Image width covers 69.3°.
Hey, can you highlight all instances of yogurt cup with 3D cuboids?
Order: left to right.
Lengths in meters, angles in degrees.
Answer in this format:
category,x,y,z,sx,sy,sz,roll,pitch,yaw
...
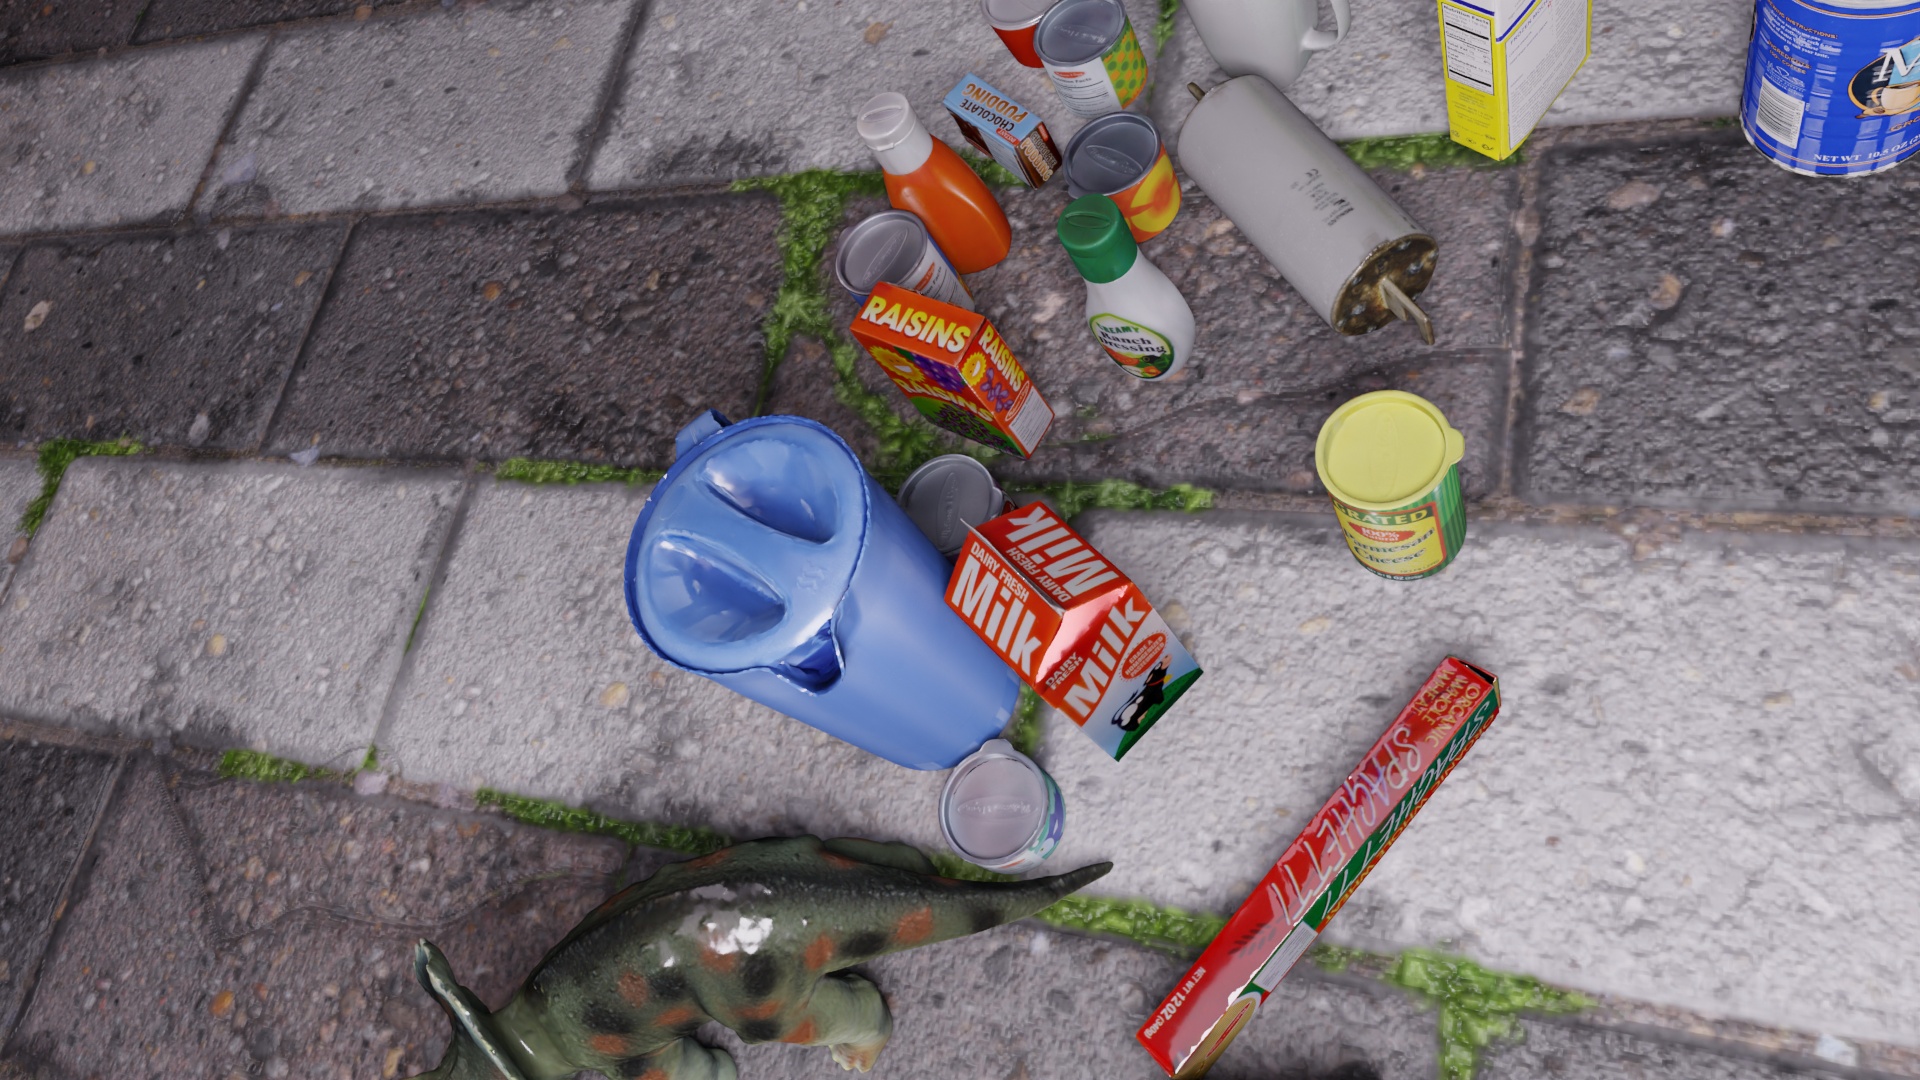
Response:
category,x,y,z,sx,sy,sz,roll,pitch,yaw
yogurt cup,0.055,-0.381,1.006,0.072,0.054,0.072,-10,63,20

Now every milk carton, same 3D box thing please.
category,x,y,z,sx,sy,sz,roll,pitch,yaw
milk carton,0.057,0.045,0.723,0.073,0.190,0.072,-46,57,-1

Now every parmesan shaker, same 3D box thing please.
category,x,y,z,sx,sy,sz,roll,pitch,yaw
parmesan shaker,0.231,-0.026,0.729,0.071,0.103,0.071,-10,63,20

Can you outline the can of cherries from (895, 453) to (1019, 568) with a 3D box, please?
category,x,y,z,sx,sy,sz,roll,pitch,yaw
can of cherries,0.003,-0.011,0.852,0.071,0.058,0.072,-10,63,20

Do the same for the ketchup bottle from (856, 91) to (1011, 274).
category,x,y,z,sx,sy,sz,roll,pitch,yaw
ketchup bottle,-0.020,-0.232,0.913,0.064,0.148,0.044,-6,65,22

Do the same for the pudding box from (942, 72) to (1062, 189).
category,x,y,z,sx,sy,sz,roll,pitch,yaw
pudding box,0.029,-0.288,0.976,0.030,0.049,0.084,-46,57,-1

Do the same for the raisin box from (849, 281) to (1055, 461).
category,x,y,z,sx,sy,sz,roll,pitch,yaw
raisin box,-0.003,-0.104,0.860,0.086,0.123,0.040,25,79,31

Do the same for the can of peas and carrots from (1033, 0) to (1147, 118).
category,x,y,z,sx,sy,sz,roll,pitch,yaw
can of peas and carrots,0.092,-0.340,0.966,0.071,0.058,0.071,-10,63,20

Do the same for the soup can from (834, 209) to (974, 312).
category,x,y,z,sx,sy,sz,roll,pitch,yaw
soup can,-0.038,-0.172,0.931,0.071,0.083,0.071,-10,63,20

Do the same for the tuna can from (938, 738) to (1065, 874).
category,x,y,z,sx,sy,sz,roll,pitch,yaw
tuna can,0.024,0.150,0.782,0.071,0.032,0.071,-10,63,20

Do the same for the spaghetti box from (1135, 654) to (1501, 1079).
category,x,y,z,sx,sy,sz,roll,pitch,yaw
spaghetti box,0.182,0.163,0.694,0.029,0.050,0.250,38,86,33

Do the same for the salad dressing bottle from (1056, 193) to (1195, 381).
category,x,y,z,sx,sy,sz,roll,pitch,yaw
salad dressing bottle,0.097,-0.147,0.821,0.064,0.147,0.044,15,74,29

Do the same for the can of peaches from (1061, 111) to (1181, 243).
category,x,y,z,sx,sy,sz,roll,pitch,yaw
can of peaches,0.105,-0.235,0.912,0.071,0.058,0.071,-10,63,20
